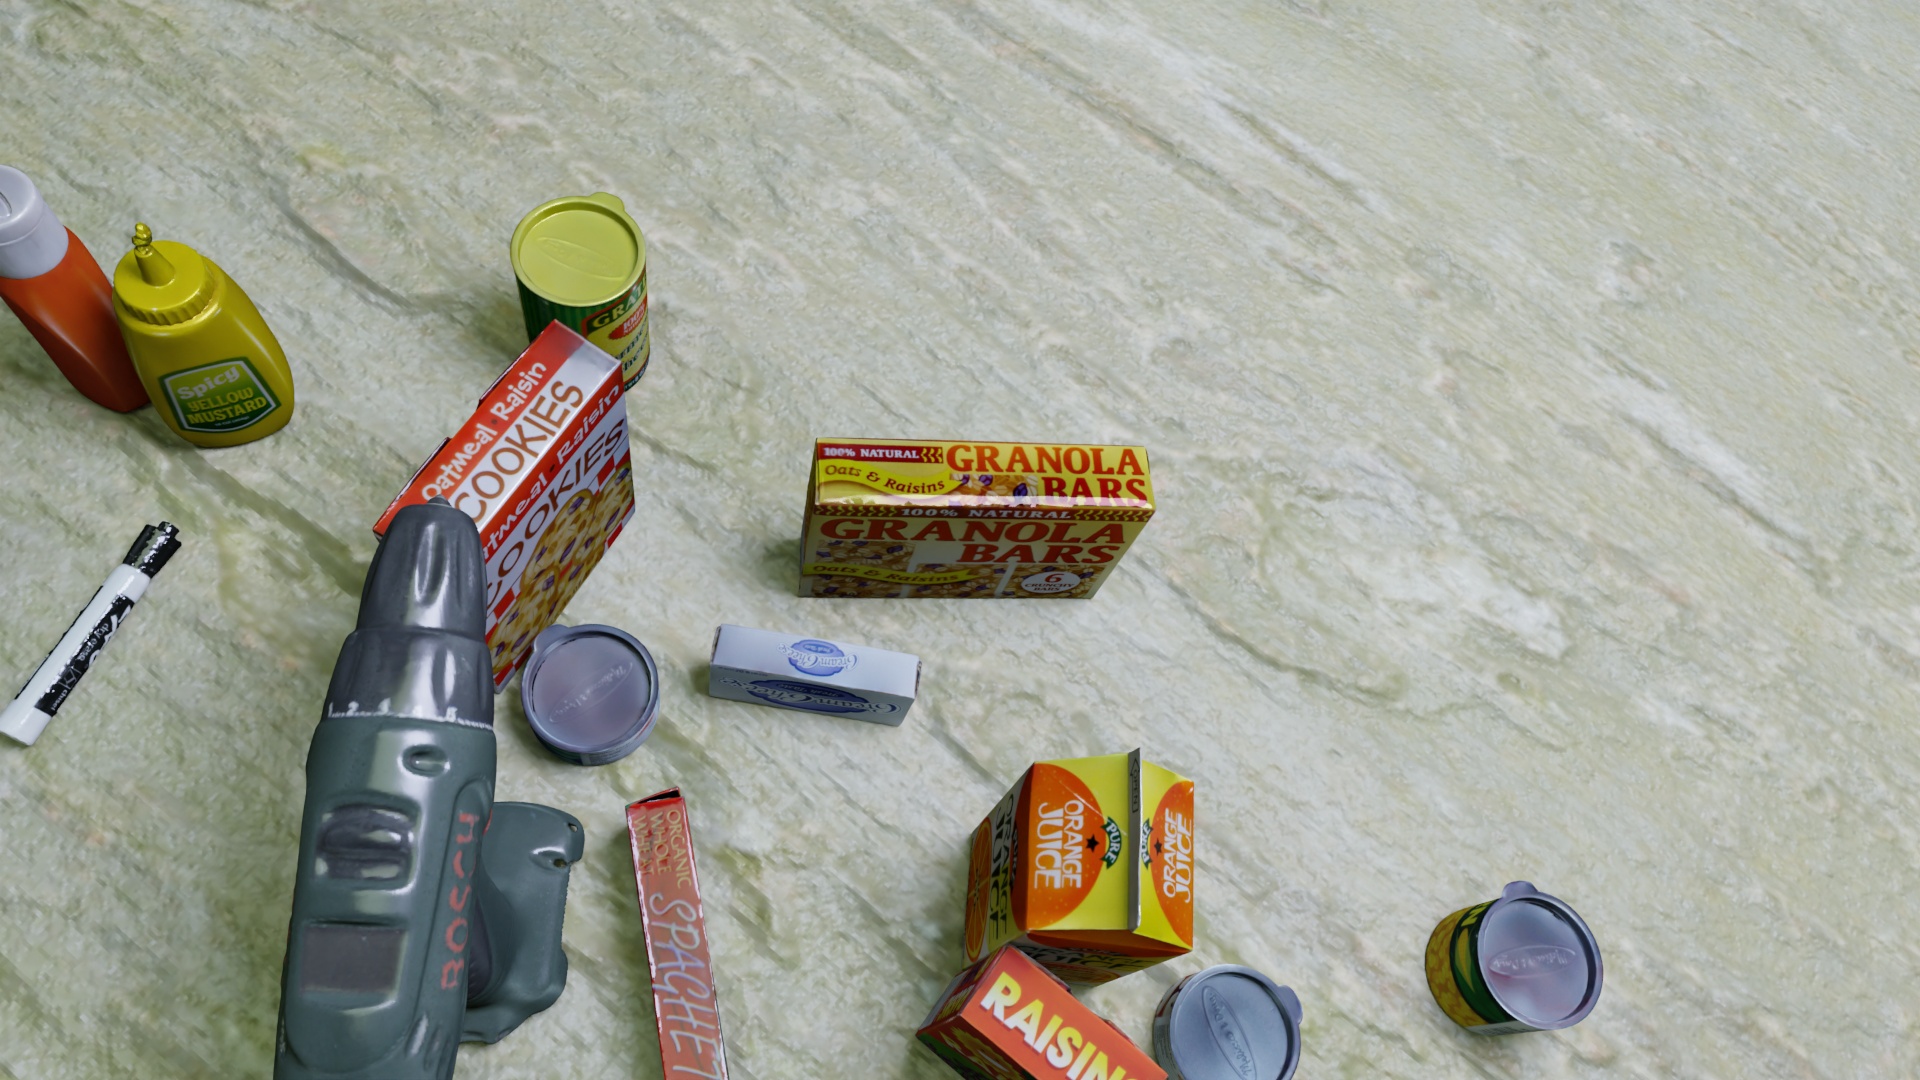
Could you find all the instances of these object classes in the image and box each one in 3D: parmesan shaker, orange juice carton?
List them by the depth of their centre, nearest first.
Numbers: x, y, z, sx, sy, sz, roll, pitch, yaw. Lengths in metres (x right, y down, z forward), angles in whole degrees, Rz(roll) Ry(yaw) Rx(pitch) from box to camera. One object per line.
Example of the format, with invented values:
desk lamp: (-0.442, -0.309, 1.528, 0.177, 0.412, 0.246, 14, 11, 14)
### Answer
orange juice carton: (0.053, 0.150, 0.620, 0.073, 0.191, 0.072, 8, 66, -7)
parmesan shaker: (-0.199, -0.128, 0.745, 0.071, 0.102, 0.071, 4, 66, -9)

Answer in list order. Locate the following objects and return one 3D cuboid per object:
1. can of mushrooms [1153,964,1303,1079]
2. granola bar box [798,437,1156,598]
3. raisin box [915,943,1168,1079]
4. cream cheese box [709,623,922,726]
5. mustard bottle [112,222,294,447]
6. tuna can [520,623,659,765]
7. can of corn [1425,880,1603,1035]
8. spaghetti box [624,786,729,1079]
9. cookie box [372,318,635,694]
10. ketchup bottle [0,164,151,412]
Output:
can of mushrooms: (0.132, 0.243, 0.682, 0.071, 0.033, 0.071, 4, 66, -9)
granola bar box: (0.003, -0.009, 0.718, 0.166, 0.123, 0.039, 1, 67, -10)
raisin box: (0.032, 0.228, 0.620, 0.086, 0.123, 0.040, 38, 66, 7)
cream cheese box: (-0.075, 0.069, 0.708, 0.104, 0.053, 0.024, 10, 66, -6)
mustard bottle: (-0.370, -0.100, 0.668, 0.065, 0.159, 0.049, -19, 72, -18)
tuna can: (-0.186, 0.076, 0.696, 0.071, 0.032, 0.071, 4, 66, -9)
can of corn: (0.280, 0.214, 0.709, 0.071, 0.058, 0.071, 4, 66, -9)
spaghetti box: (-0.119, 0.239, 0.627, 0.029, 0.050, 0.251, -9, 69, -14)
cookie box: (-0.207, -0.010, 0.656, 0.040, 0.166, 0.123, 30, 65, 3)
ketchup bottle: (-0.436, -0.120, 0.671, 0.065, 0.148, 0.044, 40, 66, 8)
